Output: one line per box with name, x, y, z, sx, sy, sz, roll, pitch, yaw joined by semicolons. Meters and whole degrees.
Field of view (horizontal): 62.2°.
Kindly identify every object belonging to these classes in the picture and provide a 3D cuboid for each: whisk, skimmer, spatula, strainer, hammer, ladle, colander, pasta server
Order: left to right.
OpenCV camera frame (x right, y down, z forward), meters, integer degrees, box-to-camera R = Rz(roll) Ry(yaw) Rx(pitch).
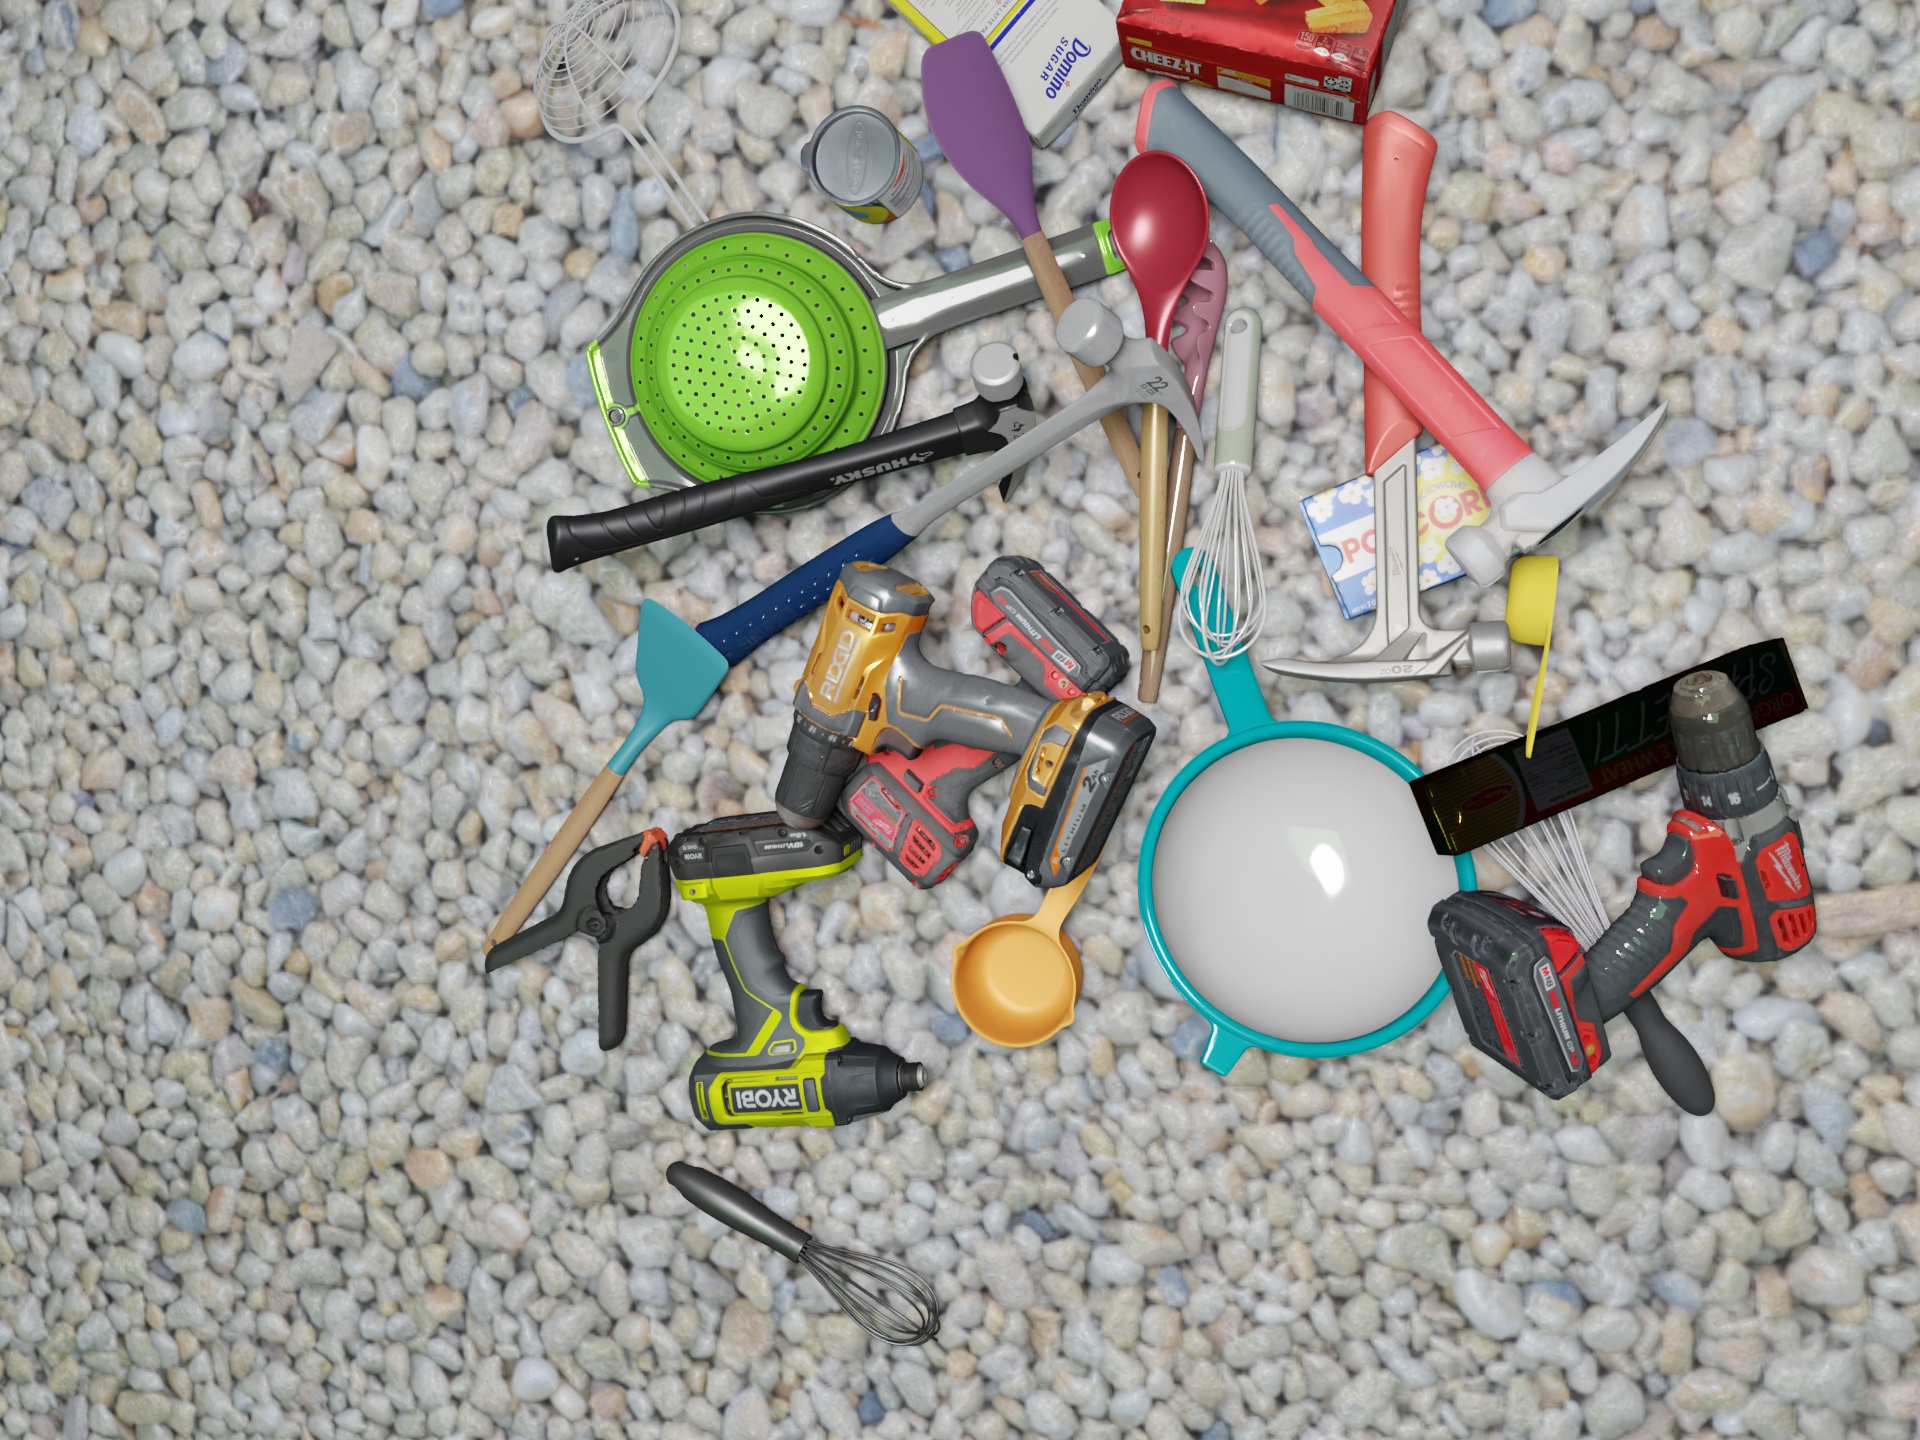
spatula;-0.277;0.056;1.184;0.082;0.044;0.317;38;103;10
skimmer;-0.177;-0.357;1.137;0.127;0.090;0.363;-33;96;16
hammer;-0.113;-0.154;1.045;0.335;0.146;0.035;-16;69;3
whisk;-0.117;0.388;1.166;0.239;0.055;0.055;26;100;15
colander;-0.062;-0.261;1.052;0.397;0.094;0.204;-17;100;6
hammer;-0.024;-0.131;1.045;0.405;0.144;0.035;-28;55;34
spatula;0.055;-0.290;1.035;0.060;0.018;0.316;-27;99;-10
ladle;0.127;-0.200;1.027;0.069;0.031;0.315;8;105;33
pasta server;0.140;-0.168;1.064;0.040;0.060;0.316;5;99;-16
whisk;0.174;-0.154;1.024;0.058;0.059;0.246;-2;74;30
strainer;0.197;0.054;1.042;0.211;0.095;0.341;-16;74;-5
hammer;0.247;-0.268;0.971;0.143;0.038;0.386;-40;72;11
hammer;0.262;-0.203;0.999;0.149;0.036;0.359;-2;84;18
whisk;0.401;0.129;1.011;0.070;0.070;0.284;-32;91;14

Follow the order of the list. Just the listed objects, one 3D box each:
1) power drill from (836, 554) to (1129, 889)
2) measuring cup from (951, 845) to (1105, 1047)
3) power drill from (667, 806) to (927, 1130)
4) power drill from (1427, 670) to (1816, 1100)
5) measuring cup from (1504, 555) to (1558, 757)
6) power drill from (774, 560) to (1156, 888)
power drill;-0.002;-0.003;1.095;0.143;0.078;0.219;45;106;8
measuring cup;0.061;0.141;1.100;0.095;0.052;0.173;30;99;11
power drill;-0.119;0.179;1.138;0.171;0.080;0.223;-7;96;16
power drill;0.391;0.094;0.929;0.226;0.080;0.187;-29;111;-11
measuring cup;0.345;-0.040;0.975;0.029;0.062;0.157;8;51;18
power drill;-0.011;0.024;1.025;0.226;0.084;0.185;28;108;16
